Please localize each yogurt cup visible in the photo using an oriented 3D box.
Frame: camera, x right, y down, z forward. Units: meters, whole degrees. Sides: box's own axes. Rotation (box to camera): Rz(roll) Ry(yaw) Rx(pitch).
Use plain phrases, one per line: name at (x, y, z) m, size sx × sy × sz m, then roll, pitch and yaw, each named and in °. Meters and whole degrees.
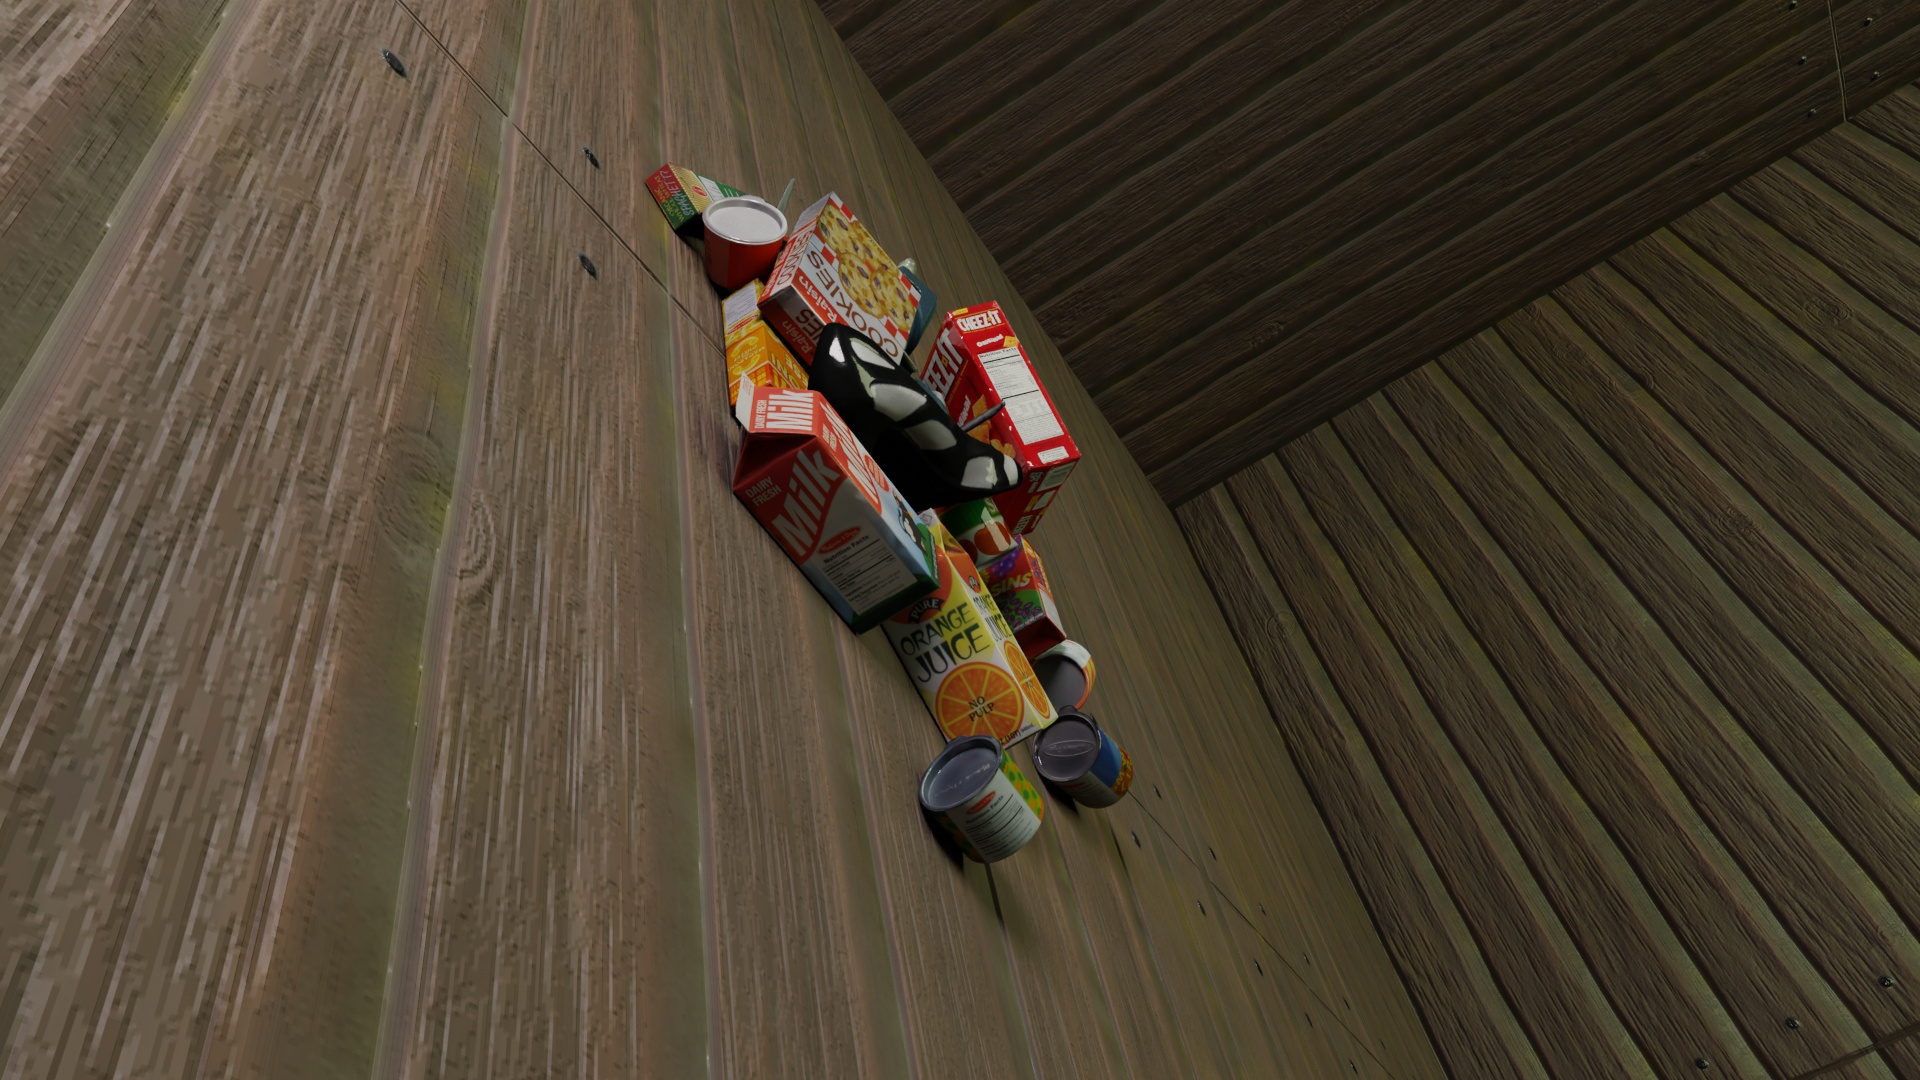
yogurt cup at (-0.179, -0.241, 1.138) m, size 0.073 × 0.072 × 0.053 m, roll -109°, pitch -154°, yaw -43°

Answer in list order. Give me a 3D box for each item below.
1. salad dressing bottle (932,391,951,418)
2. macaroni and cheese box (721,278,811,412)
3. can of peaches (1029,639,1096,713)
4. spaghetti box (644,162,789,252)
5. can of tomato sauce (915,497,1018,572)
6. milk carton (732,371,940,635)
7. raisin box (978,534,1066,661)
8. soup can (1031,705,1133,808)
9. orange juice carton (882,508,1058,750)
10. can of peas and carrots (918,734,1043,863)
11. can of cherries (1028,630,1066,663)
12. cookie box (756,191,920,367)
salad dressing bottle at (-0.014, -0.079, 1.424) m, size 0.147 × 0.044 × 0.064 m, roll 67°, pitch -6°, yaw -25°
macaroni and cheese box at (-0.135, -0.117, 1.100) m, size 0.123 × 0.040 × 0.167 m, roll 50°, pitch 15°, yaw -36°
can of peaches at (0.097, 0.136, 1.356) m, size 0.071 × 0.071 × 0.058 m, roll 59°, pitch 12°, yaw 0°
spaghetti box at (-0.209, -0.291, 1.242) m, size 0.050 × 0.028 × 0.250 m, roll 59°, pitch 12°, yaw 0°
can of tomato sauce at (0.004, -0.015, 1.216) m, size 0.083 × 0.071 × 0.071 m, roll 60°, pitch 12°, yaw 6°
milk carton at (-0.097, -0.033, 0.973) m, size 0.190 × 0.073 × 0.073 m, roll 52°, pitch 15°, yaw -28°
raisin box at (0.040, 0.061, 1.261) m, size 0.040 × 0.086 × 0.124 m, roll 49°, pitch 16°, yaw -34°
soup can at (0.112, 0.197, 1.260) m, size 0.083 × 0.071 × 0.071 m, roll 45°, pitch 19°, yaw -51°
orange juice carton at (-0.006, 0.075, 1.081) m, size 0.193 × 0.071 × 0.073 m, roll 61°, pitch 12°, yaw 6°
can of peas and carrots at (0.014, 0.174, 0.941) m, size 0.058 × 0.071 × 0.071 m, roll 54°, pitch 13°, yaw -25°
can of cherries at (0.059, 0.084, 1.331) m, size 0.058 × 0.071 × 0.071 m, roll 59°, pitch 12°, yaw -4°
cookie box at (-0.097, -0.197, 1.146) m, size 0.122 × 0.040 × 0.168 m, roll 48°, pitch 31°, yaw -26°
